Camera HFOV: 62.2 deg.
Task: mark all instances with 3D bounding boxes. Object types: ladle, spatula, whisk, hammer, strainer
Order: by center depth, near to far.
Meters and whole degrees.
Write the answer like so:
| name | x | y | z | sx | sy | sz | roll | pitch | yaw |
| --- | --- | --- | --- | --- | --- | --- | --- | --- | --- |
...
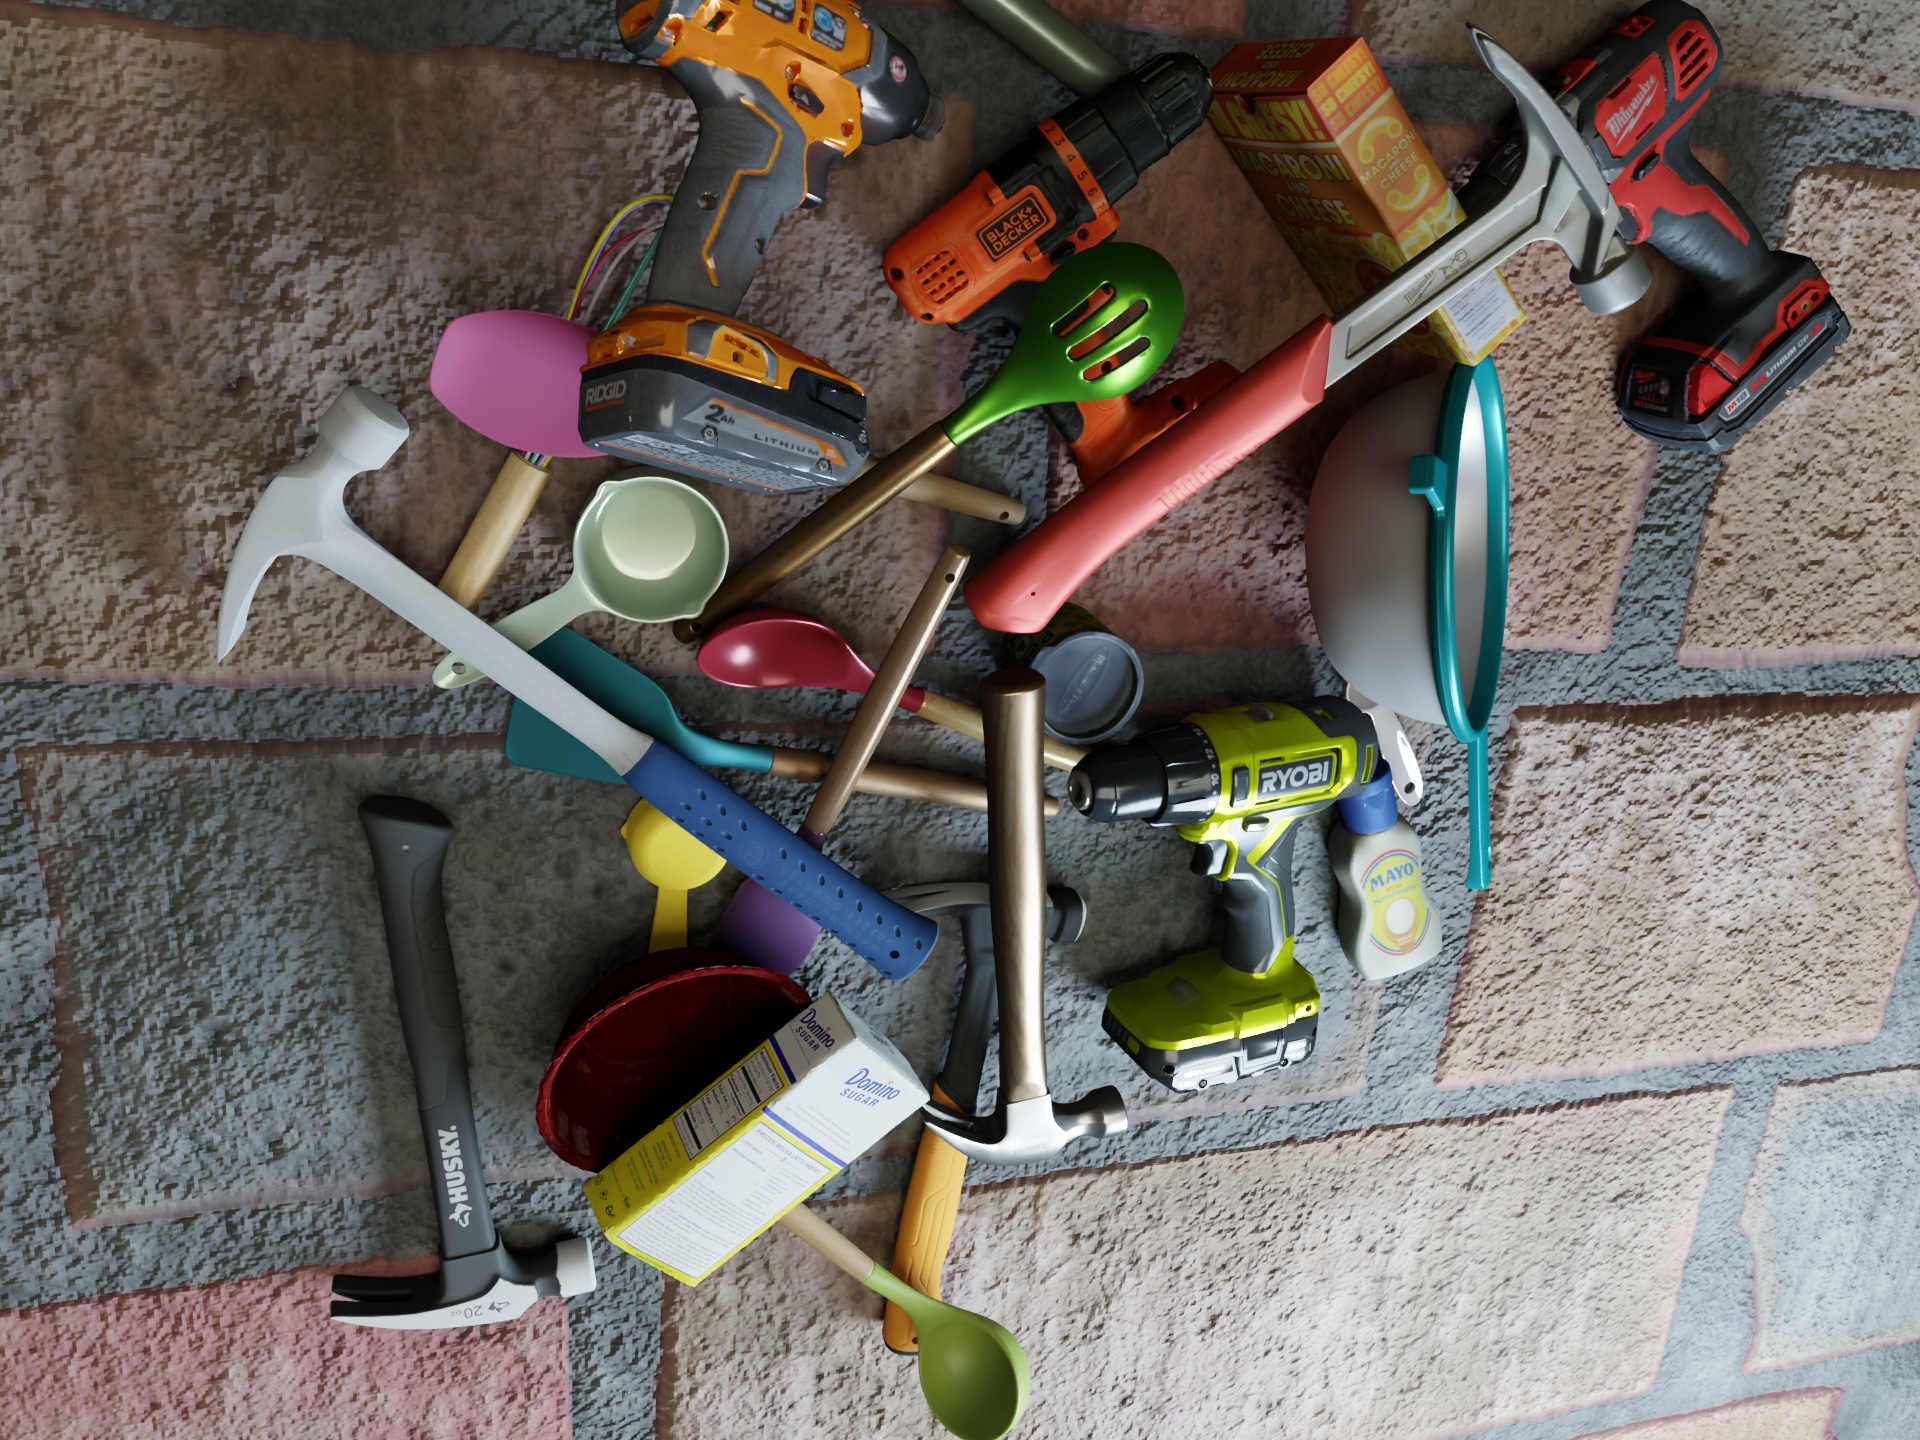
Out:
| name | x | y | z | sx | sy | sz | roll | pitch | yaw |
| --- | --- | --- | --- | --- | --- | --- | --- | --- | --- |
| whisk | -0.004 | -0.355 | 0.745 | 0.246 | 0.059 | 0.058 | 26 | 138 | -29 |
| whisk | -0.194 | -0.142 | 0.769 | 0.047 | 0.051 | 0.245 | 26 | 105 | -31 |
| hammer | 0.140 | -0.161 | 0.774 | 0.359 | 0.037 | 0.149 | -35 | 118 | 22 |
| hammer | -0.176 | 0.016 | 0.804 | 0.405 | 0.035 | 0.144 | 39 | 104 | -22 |
| spatula | -0.066 | 0.038 | 0.863 | 0.059 | 0.018 | 0.315 | 15 | 120 | -23 |
| hammer | -0.293 | 0.197 | 0.878 | 0.146 | 0.035 | 0.334 | -8 | 113 | -16 |
| spatula | -0.085 | 0.019 | 0.882 | 0.317 | 0.044 | 0.082 | 12 | 106 | -27 |
| ladle | -0.001 | -0.003 | 0.891 | 0.315 | 0.031 | 0.069 | 20 | 141 | -29 |
| hammer | 0.031 | 0.123 | 0.906 | 0.130 | 0.031 | 0.331 | -11 | 119 | -14 |
| strainer | 0.254 | -0.042 | 0.910 | 0.095 | 0.211 | 0.340 | 3 | 125 | 25 |
| ladle | -0.079 | 0.330 | 0.967 | 0.320 | 0.062 | 0.078 | 43 | 120 | -16 |
| hammer | -0.014 | 0.256 | 0.994 | 0.127 | 0.034 | 0.336 | 3 | 110 | -20 |

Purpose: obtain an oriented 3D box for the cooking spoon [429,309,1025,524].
| name | x | y | z | sx | sy | sz | roll | pitch | yaw |
| --- | --- | --- | --- | --- | --- | --- | --- | --- | --- |
| cooking spoon | -0.099 | -0.137 | 0.785 | 0.318 | 0.017 | 0.068 | 11 | 123 | -32 |

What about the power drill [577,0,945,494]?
| name | x | y | z | sx | sy | sz | roll | pitch | yaw |
| --- | --- | --- | --- | --- | --- | --- | --- | --- | --- |
| power drill | -0.082 | -0.222 | 0.717 | 0.164 | 0.084 | 0.226 | 9 | 86 | -40 |

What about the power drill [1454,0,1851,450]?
| name | x | y | z | sx | sy | sz | roll | pitch | yaw |
| --- | --- | --- | --- | --- | --- | --- | --- | --- | --- |
| power drill | 0.374 | -0.255 | 0.891 | 0.188 | 0.080 | 0.226 | -43 | 115 | 2 |

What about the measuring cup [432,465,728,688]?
| name | x | y | z | sx | sy | sz | roll | pitch | yaw |
| --- | --- | --- | --- | --- | --- | --- | --- | --- | --- |
| measuring cup | -0.195 | -0.068 | 0.805 | 0.167 | 0.038 | 0.083 | -31 | 117 | 4 |

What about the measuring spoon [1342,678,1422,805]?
| name | x | y | z | sx | sy | sz | roll | pitch | yaw |
| --- | --- | --- | --- | --- | --- | --- | --- | --- | --- |
| measuring spoon | 0.266 | 0.008 | 0.999 | 0.034 | 0.018 | 0.124 | -34 | 124 | -4 |

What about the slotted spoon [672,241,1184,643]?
| name | x | y | z | sx | sy | sz | roll | pitch | yaw |
| --- | --- | --- | --- | --- | --- | --- | --- | --- | --- |
| slotted spoon | -0.024 | -0.126 | 0.790 | 0.313 | 0.031 | 0.070 | -33 | 113 | 19 |

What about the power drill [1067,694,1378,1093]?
| name | x | y | z | sx | sy | sz | roll | pitch | yaw |
| --- | --- | --- | --- | --- | --- | --- | --- | --- | --- |
| power drill | 0.148 | 0.101 | 0.950 | 0.190 | 0.080 | 0.228 | -9 | 114 | -24 |

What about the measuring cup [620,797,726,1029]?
| name | x | y | z | sx | sy | sz | roll | pitch | yaw |
| --- | --- | --- | --- | --- | --- | --- | --- | --- | --- |
| measuring cup | -0.160 | 0.112 | 0.890 | 0.062 | 0.029 | 0.156 | 1 | 111 | -19 |
